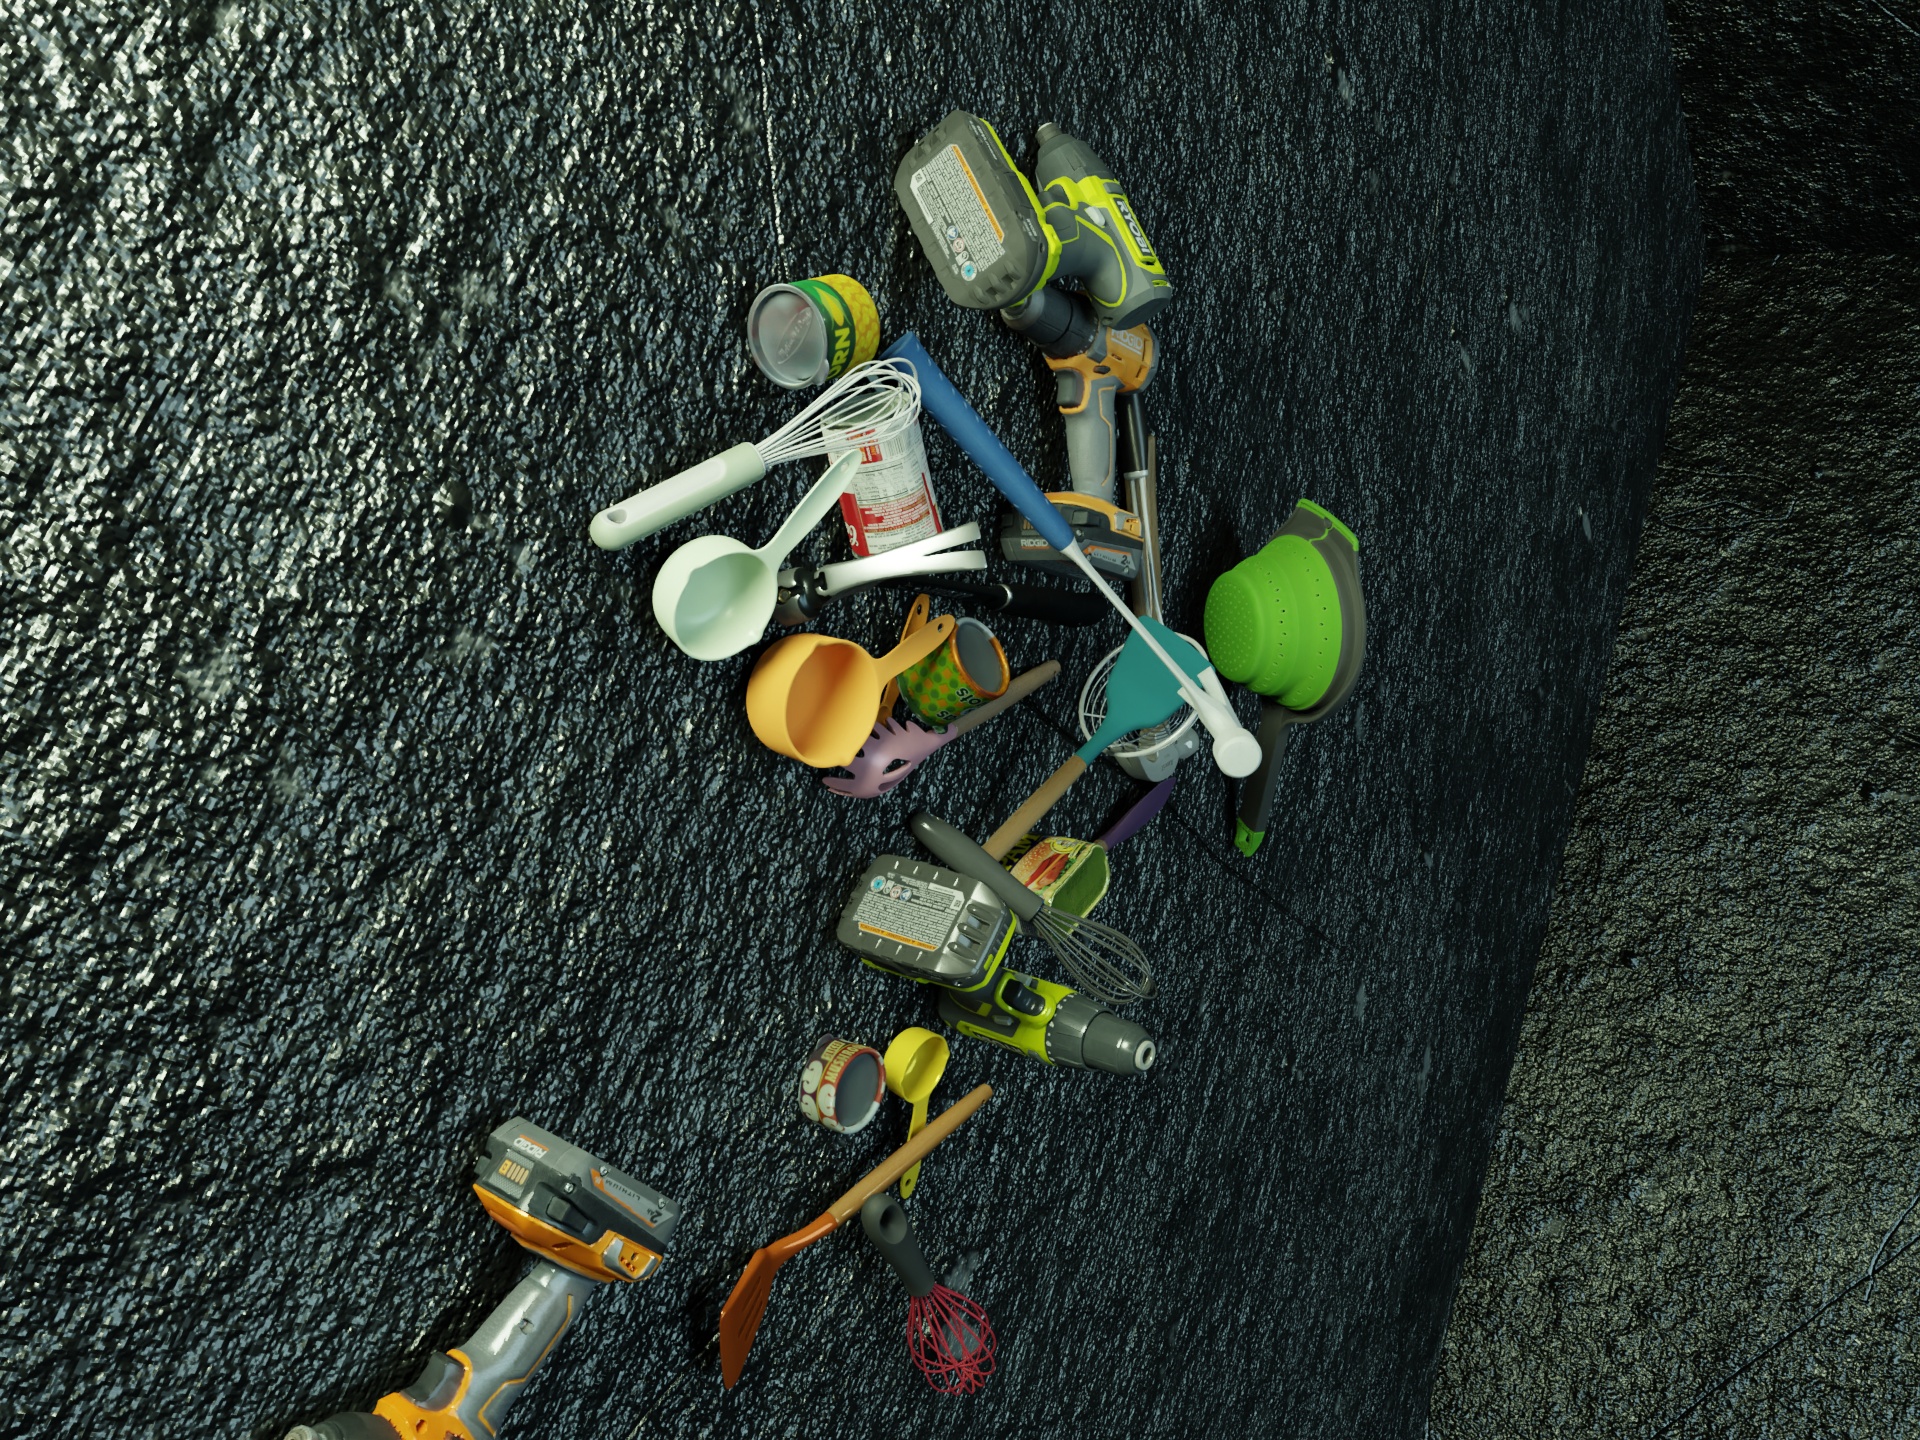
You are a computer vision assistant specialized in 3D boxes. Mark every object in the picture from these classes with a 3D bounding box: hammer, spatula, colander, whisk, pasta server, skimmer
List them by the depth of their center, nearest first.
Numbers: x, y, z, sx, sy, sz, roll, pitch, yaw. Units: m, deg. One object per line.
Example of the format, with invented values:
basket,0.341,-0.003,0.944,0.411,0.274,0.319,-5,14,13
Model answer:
whisk,-0.122,-0.165,0.988,0.246,0.058,0.059,-32,151,-27
hammer,0.084,-0.126,1.194,0.405,0.035,0.144,47,13,-18
hammer,0.024,-0.096,1.196,0.408,0.149,0.036,-1,78,-64
spatula,-0.075,0.369,1.202,0.322,0.041,0.081,-30,132,-42
whisk,0.058,0.146,1.247,0.239,0.055,0.055,38,57,-4
pasta server,-0.002,-0.004,1.249,0.316,0.040,0.060,-31,145,-55
whisk,-0.027,0.458,1.267,0.073,0.073,0.295,-55,142,-33
spatula,0.082,0.046,1.314,0.317,0.082,0.044,-45,165,-19
skimmer,0.146,-0.153,1.384,0.090,0.127,0.363,-14,99,-53
spatula,0.116,0.124,1.455,0.316,0.018,0.059,-32,150,-46
hammer,0.173,-0.099,1.483,0.130,0.031,0.331,-30,121,-49
colander,0.298,-0.026,1.621,0.094,0.205,0.396,-5,122,-21

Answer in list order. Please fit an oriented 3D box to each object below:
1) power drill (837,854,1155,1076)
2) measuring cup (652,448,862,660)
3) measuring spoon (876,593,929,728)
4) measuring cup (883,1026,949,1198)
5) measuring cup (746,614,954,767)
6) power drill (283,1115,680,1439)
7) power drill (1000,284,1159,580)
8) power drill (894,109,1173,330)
power drill,0.030,0.198,1.206,0.228,0.191,0.080,47,63,-44
measuring cup,-0.127,-0.113,0.997,0.167,0.038,0.083,-49,143,-7
measuring spoon,-0.046,-0.046,1.200,0.021,0.011,0.117,43,59,-49
measuring cup,-0.044,0.315,1.274,0.062,0.029,0.156,-21,126,-49
measuring cup,-0.076,-0.036,1.104,0.173,0.052,0.095,-37,126,-38
power drill,-0.271,0.348,0.900,0.226,0.084,0.164,-62,140,-20
power drill,0.088,-0.237,1.292,0.185,0.084,0.226,9,86,-53
power drill,0.057,-0.378,1.188,0.223,0.080,0.171,-18,80,-54
